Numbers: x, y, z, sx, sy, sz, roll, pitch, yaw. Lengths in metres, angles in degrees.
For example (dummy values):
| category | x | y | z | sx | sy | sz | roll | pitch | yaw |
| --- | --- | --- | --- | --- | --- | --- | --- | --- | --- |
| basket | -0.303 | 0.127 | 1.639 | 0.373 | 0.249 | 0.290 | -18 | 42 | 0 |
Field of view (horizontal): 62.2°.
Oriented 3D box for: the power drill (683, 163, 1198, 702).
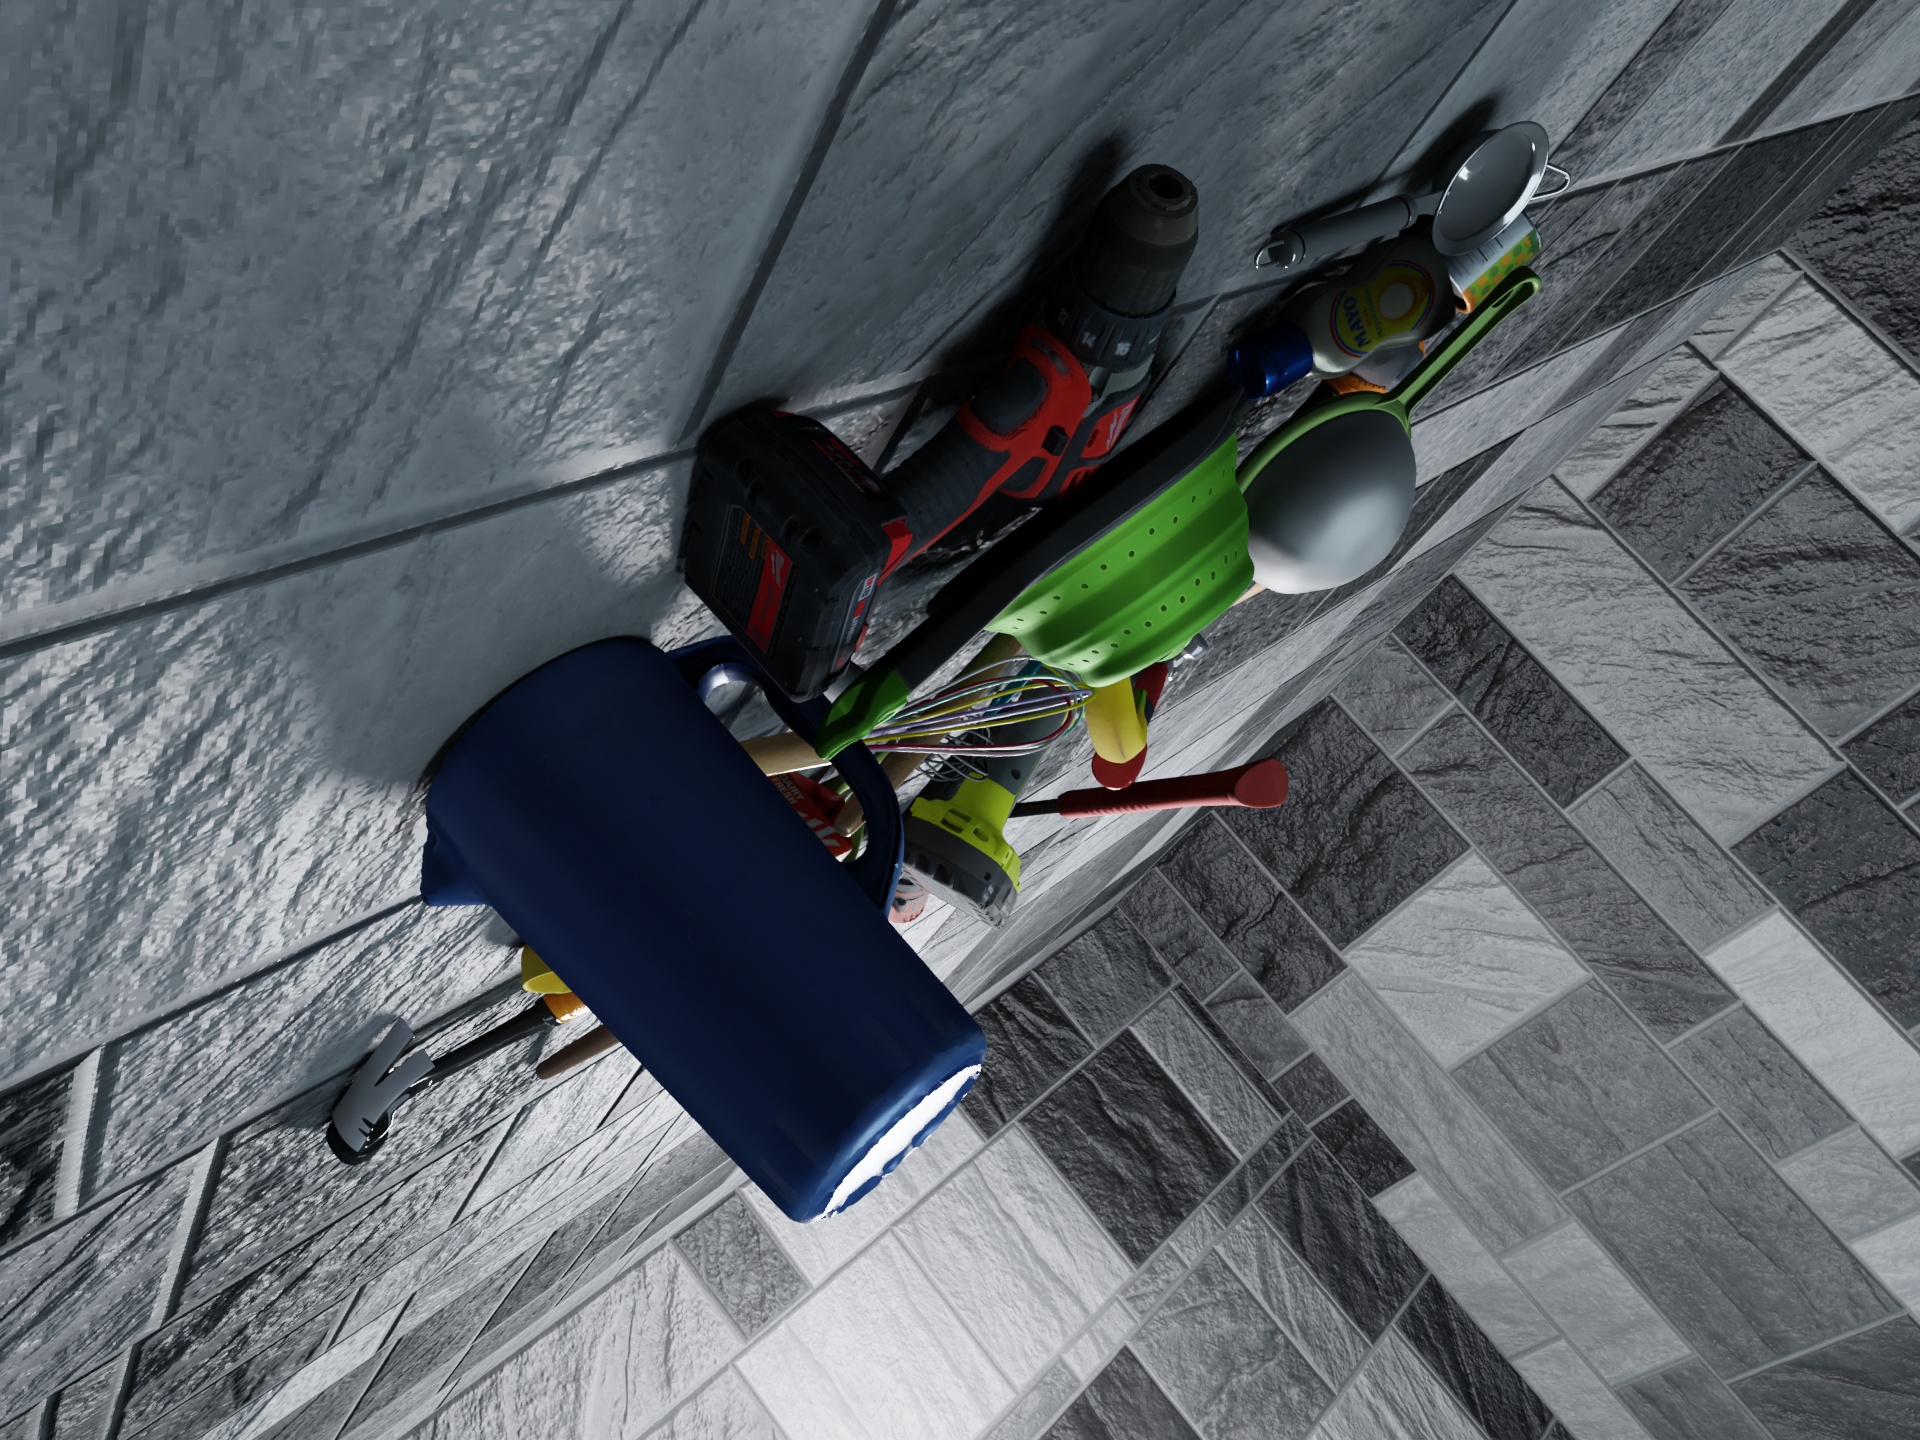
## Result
| category | x | y | z | sx | sy | sz | roll | pitch | yaw |
| --- | --- | --- | --- | --- | --- | --- | --- | --- | --- |
| power drill | 0.002 | -0.124 | 0.663 | 0.227 | 0.080 | 0.187 | -37 | 168 | -29 |

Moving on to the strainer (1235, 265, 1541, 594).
| category | x | y | z | sx | sy | sz | roll | pitch | yaw |
| --- | --- | --- | --- | --- | --- | --- | --- | --- | --- |
| strainer | 0.269 | -0.163 | 0.980 | 0.151 | 0.069 | 0.256 | 14 | 127 | -49 |

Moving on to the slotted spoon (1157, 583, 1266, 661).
| category | x | y | z | sx | sy | sz | roll | pitch | yaw |
| --- | --- | --- | --- | --- | --- | --- | --- | --- | --- |
| slotted spoon | 0.215 | -0.099 | 1.271 | 0.070 | 0.031 | 0.314 | -63 | -172 | -15 |

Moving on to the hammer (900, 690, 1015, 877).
| category | x | y | z | sx | sy | sz | roll | pitch | yaw |
| --- | --- | --- | --- | --- | --- | --- | --- | --- | --- |
| hammer | -0.065 | 0.112 | 1.217 | 0.335 | 0.146 | 0.035 | -51 | 170 | -8 |

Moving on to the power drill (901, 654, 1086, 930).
| category | x | y | z | sx | sy | sz | roll | pitch | yaw |
| --- | --- | --- | --- | --- | --- | --- | --- | --- | --- |
| power drill | 0.046 | 0.032 | 1.152 | 0.223 | 0.080 | 0.171 | -59 | 161 | -11 |

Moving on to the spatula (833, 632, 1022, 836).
| category | x | y | z | sx | sy | sz | roll | pitch | yaw |
| --- | --- | --- | --- | --- | --- | --- | --- | --- | --- |
| spatula | 0.034 | -0.042 | 0.942 | 0.317 | 0.044 | 0.082 | -49 | 142 | -28 |

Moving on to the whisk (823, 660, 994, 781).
| category | x | y | z | sx | sy | sz | roll | pitch | yaw |
| --- | --- | --- | --- | --- | --- | --- | --- | --- | --- |
| whisk | -0.039 | -0.006 | 0.935 | 0.055 | 0.055 | 0.238 | -43 | 152 | 9 |

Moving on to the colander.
| category | x | y | z | sx | sy | sz | roll | pitch | yaw |
| --- | --- | --- | --- | --- | --- | --- | --- | --- | --- |
| colander | 0.054 | -0.049 | 0.786 | 0.204 | 0.094 | 0.397 | -31 | -172 | 36 |

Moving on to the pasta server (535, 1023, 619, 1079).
| category | x | y | z | sx | sy | sz | roll | pitch | yaw |
| --- | --- | --- | --- | --- | --- | --- | --- | --- | --- |
| pasta server | -0.197 | 0.199 | 1.092 | 0.316 | 0.040 | 0.060 | -32 | -176 | 35 |

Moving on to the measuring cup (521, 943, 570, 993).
| category | x | y | z | sx | sy | sz | roll | pitch | yaw |
| --- | --- | --- | --- | --- | --- | --- | --- | --- | --- |
| measuring cup | -0.188 | 0.137 | 0.963 | 0.156 | 0.029 | 0.062 | -5 | 159 | -27 |

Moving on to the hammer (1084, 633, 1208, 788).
| category | x | y | z | sx | sy | sz | roll | pitch | yaw |
| --- | --- | --- | --- | --- | --- | --- | --- | --- | --- |
| hammer | 0.142 | 0.004 | 1.380 | 0.143 | 0.038 | 0.386 | -44 | -179 | 18 |

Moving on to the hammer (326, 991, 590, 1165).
| category | x | y | z | sx | sy | sz | roll | pitch | yaw |
| --- | --- | --- | --- | --- | --- | --- | --- | --- | --- |
| hammer | -0.247 | 0.176 | 1.039 | 0.337 | 0.034 | 0.127 | -25 | 161 | -51 |

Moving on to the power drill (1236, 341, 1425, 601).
| category | x | y | z | sx | sy | sz | roll | pitch | yaw |
| --- | --- | --- | --- | --- | --- | --- | --- | --- | --- |
| power drill | 0.225 | -0.189 | 1.086 | 0.226 | 0.084 | 0.164 | -47 | 164 | 9 |

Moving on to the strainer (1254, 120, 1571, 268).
| category | x | y | z | sx | sy | sz | roll | pitch | yaw |
| --- | --- | --- | --- | --- | --- | --- | --- | --- | --- |
| strainer | 0.254 | -0.293 | 0.903 | 0.258 | 0.050 | 0.086 | -26 | 148 | -31 |

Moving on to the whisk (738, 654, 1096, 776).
| category | x | y | z | sx | sy | sz | roll | pitch | yaw |
| --- | --- | --- | --- | --- | --- | --- | --- | --- | --- |
| whisk | -0.043 | 0.007 | 0.868 | 0.245 | 0.047 | 0.051 | -11 | 138 | -11 |

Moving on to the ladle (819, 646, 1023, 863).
| category | x | y | z | sx | sy | sz | roll | pitch | yaw |
| --- | --- | --- | --- | --- | --- | --- | --- | --- | --- |
| ladle | -0.002 | -0.003 | 1.058 | 0.320 | 0.062 | 0.078 | -43 | 168 | 17 |

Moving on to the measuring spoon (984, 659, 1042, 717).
| category | x | y | z | sx | sy | sz | roll | pitch | yaw |
| --- | --- | --- | --- | --- | --- | --- | --- | --- | --- |
| measuring spoon | 0.053 | -0.055 | 1.068 | 0.128 | 0.021 | 0.042 | -49 | -165 | 2 |

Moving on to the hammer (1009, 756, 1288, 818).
| category | x | y | z | sx | sy | sz | roll | pitch | yaw |
| --- | --- | --- | --- | --- | --- | --- | --- | --- | --- |
| hammer | 0.116 | 0.065 | 1.311 | 0.359 | 0.036 | 0.149 | -10 | -175 | 44 |
